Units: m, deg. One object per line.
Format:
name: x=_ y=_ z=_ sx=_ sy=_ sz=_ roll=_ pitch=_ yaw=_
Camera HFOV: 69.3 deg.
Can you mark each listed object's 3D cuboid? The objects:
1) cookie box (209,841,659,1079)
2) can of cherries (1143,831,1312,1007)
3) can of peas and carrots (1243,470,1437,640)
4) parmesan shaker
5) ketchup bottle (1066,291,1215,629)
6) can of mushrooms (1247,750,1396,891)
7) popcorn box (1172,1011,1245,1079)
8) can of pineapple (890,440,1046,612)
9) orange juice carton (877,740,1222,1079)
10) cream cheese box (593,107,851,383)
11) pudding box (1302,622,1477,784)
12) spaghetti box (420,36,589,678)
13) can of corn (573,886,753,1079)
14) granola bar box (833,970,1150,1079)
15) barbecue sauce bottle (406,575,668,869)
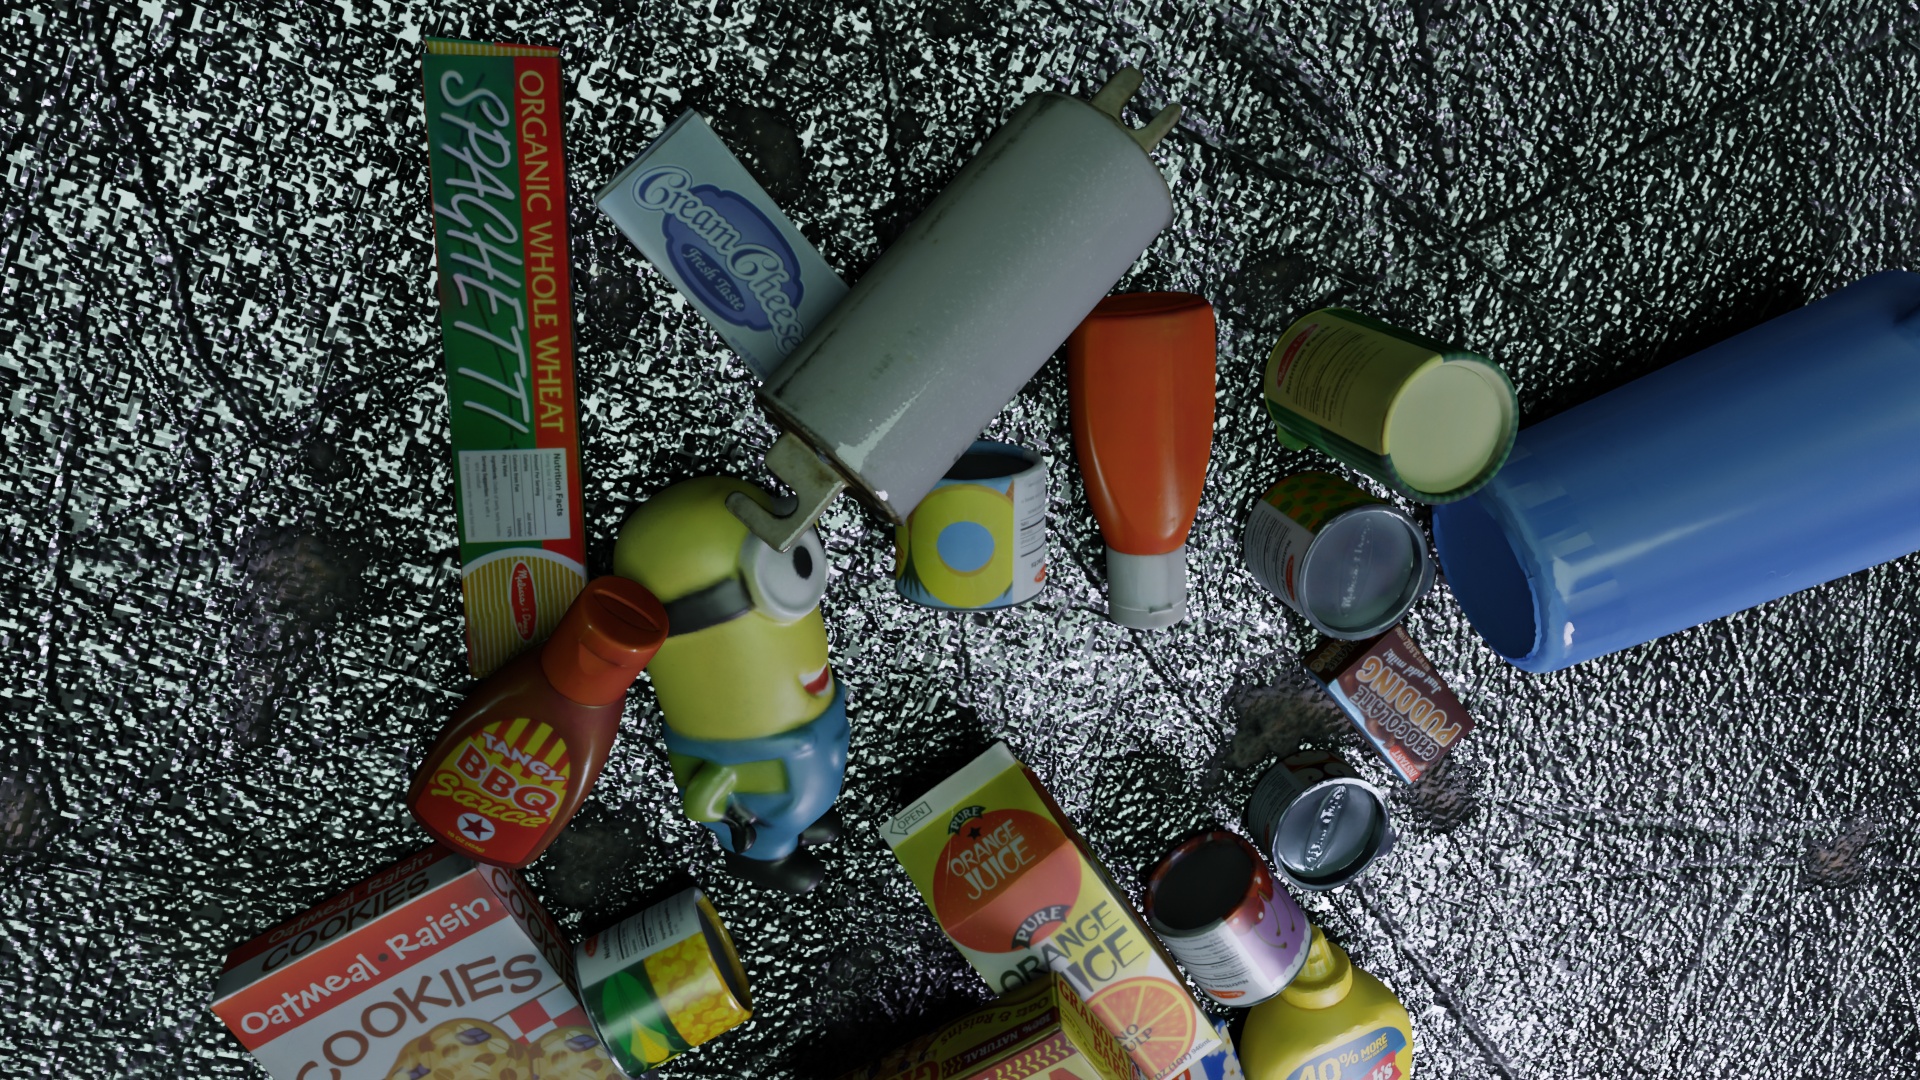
cookie box: x=-0.230 y=0.225 z=0.628 sx=0.123 sy=0.040 sz=0.167 roll=-28 pitch=114 yaw=-5
can of cherries: x=0.135 y=0.189 z=0.704 sx=0.071 sy=0.071 sz=0.058 roll=-38 pitch=113 yaw=0
can of peas and carrots: x=0.178 y=0.006 z=0.654 sx=0.071 sy=0.059 sz=0.070 roll=-5 pitch=110 yaw=-14
parmesan shaker: x=0.185 y=-0.058 z=0.610 sx=0.071 sy=0.103 sz=0.071 roll=-5 pitch=110 yaw=-14
ketchup bottle: x=0.082 y=-0.034 z=0.622 sx=0.065 sy=0.043 sz=0.148 roll=-9 pitch=111 yaw=-12
can of mushrooms: x=0.187 y=0.145 z=0.719 sx=0.071 sy=0.033 sz=0.070 roll=-5 pitch=109 yaw=-14
popcorn box: x=0.118 y=0.323 z=0.729 sx=0.085 sy=0.038 sz=0.126 roll=-29 pitch=105 yaw=-36
can of pineapple: x=0.002 y=-0.007 z=0.598 sx=0.071 sy=0.071 sz=0.057 roll=-5 pitch=110 yaw=-14
orange juice carton: x=0.041 y=0.182 z=0.669 sx=0.072 sy=0.073 sz=0.192 roll=-36 pitch=113 yaw=0
cream cheese box: x=-0.092 y=-0.115 z=0.557 sx=0.053 sy=0.024 sz=0.103 roll=-42 pitch=114 yaw=1
pudding box: x=0.218 y=0.078 z=0.706 sx=0.049 sy=0.030 sz=0.083 roll=-41 pitch=114 yaw=2
spaghetti box: x=-0.176 y=-0.066 z=0.548 sx=0.050 sy=0.029 sz=0.249 roll=-3 pitch=109 yaw=-15
can of corn: x=-0.133 y=0.202 z=0.631 sx=0.058 sy=0.071 sz=0.071 roll=-26 pitch=113 yaw=-6
granola bar box: x=0.007 y=0.285 z=0.649 sx=0.165 sy=0.039 sz=0.124 roll=-31 pitch=114 yaw=13
barbecue sauce bottle: x=-0.167 y=0.073 z=0.559 sx=0.065 sy=0.044 sz=0.148 roll=34 pitch=123 yaw=-13
